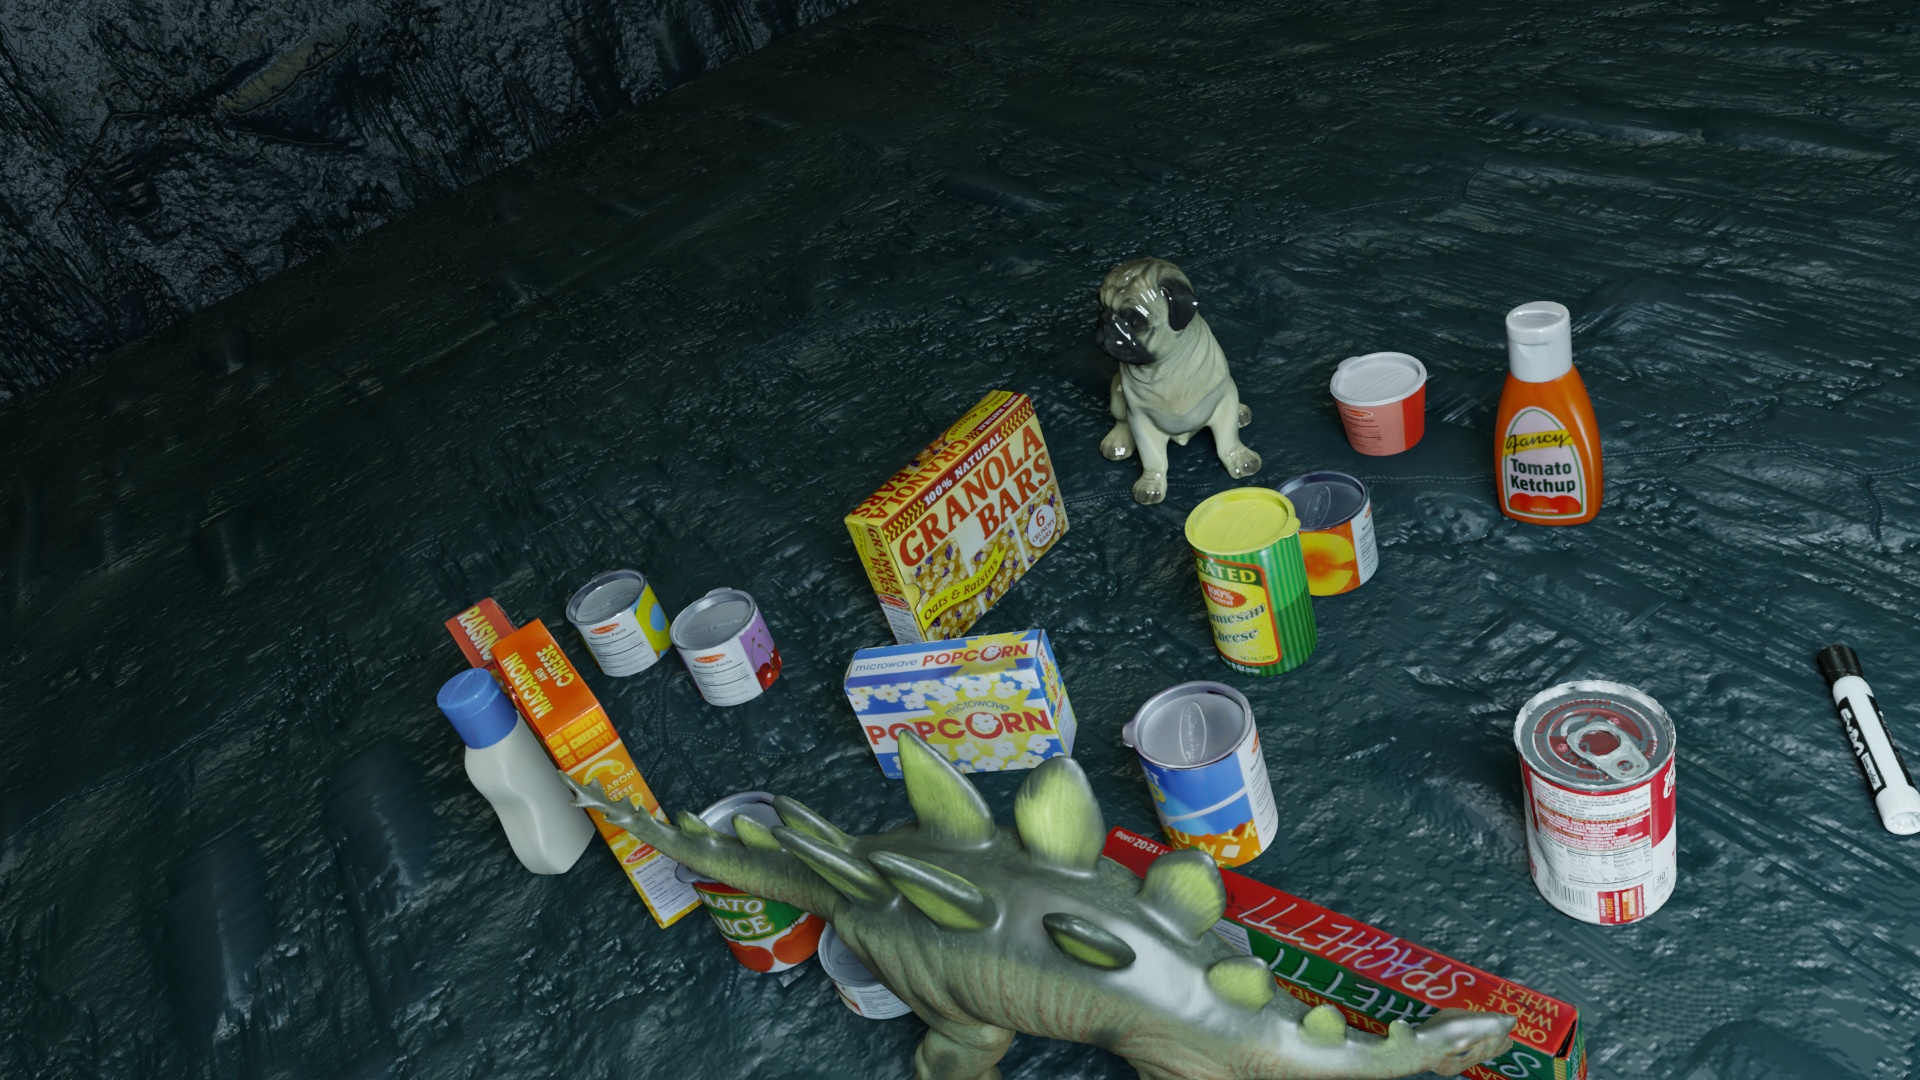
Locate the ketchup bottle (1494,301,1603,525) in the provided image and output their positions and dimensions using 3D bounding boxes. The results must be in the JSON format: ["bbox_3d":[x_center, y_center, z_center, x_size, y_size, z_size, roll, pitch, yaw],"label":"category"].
[{"bbox_3d":[0.371,-0.079,0.881,0.065,0.148,0.044,6,41,34],"label":"ketchup bottle"}]

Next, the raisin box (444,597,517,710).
[{"bbox_3d":[-0.312,0.110,0.991,0.040,0.123,0.086,-33,35,-18],"label":"raisin box"}]

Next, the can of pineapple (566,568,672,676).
[{"bbox_3d":[-0.266,0.064,1.093,0.071,0.057,0.071,-14,34,10],"label":"can of pineapple"}]

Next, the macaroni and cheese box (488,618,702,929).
[{"bbox_3d":[-0.223,0.144,0.858,0.040,0.165,0.124,-32,35,-18],"label":"macaroni and cheese box"}]

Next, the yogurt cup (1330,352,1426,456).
[{"bbox_3d":[0.311,-0.099,1.026,0.072,0.053,0.073,-14,34,10],"label":"yogurt cup"}]

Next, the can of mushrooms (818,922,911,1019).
[{"bbox_3d":[-0.042,0.225,0.766,0.071,0.033,0.071,-14,34,10],"label":"can of mushrooms"}]

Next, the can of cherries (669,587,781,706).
[{"bbox_3d":[-0.171,0.077,1.023,0.071,0.058,0.072,-14,34,10],"label":"can of cherries"}]

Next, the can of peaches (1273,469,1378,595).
[{"bbox_3d":[0.240,-0.005,0.926,0.071,0.057,0.071,-14,34,10],"label":"can of peaches"}]

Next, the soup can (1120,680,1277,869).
[{"bbox_3d":[0.133,0.130,0.766,0.071,0.083,0.072,-14,34,10],"label":"soup can"}]

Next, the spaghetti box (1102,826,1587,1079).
[{"bbox_3d":[0.173,0.202,0.672,0.250,0.050,0.029,14,46,40],"label":"spaghetti box"}]

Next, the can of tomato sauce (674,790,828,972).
[{"bbox_3d":[-0.117,0.198,0.800,0.071,0.082,0.071,-14,34,10],"label":"can of tomato sauce"}]

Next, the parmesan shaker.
[{"bbox_3d":[0.185,0.028,0.867,0.071,0.102,0.072,-14,34,10],"label":"parmesan shaker"}]

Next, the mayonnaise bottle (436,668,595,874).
[{"bbox_3d":[-0.287,0.148,0.902,0.041,0.147,0.065,-6,36,22],"label":"mayonnaise bottle"}]

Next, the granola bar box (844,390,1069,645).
[{"bbox_3d":[0.004,-0.013,1.000,0.039,0.123,0.166,15,47,41],"label":"granola bar box"}]

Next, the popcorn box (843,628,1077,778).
[{"bbox_3d":[0.001,0.104,0.871,0.126,0.085,0.038,-8,35,18],"label":"popcorn box"}]
